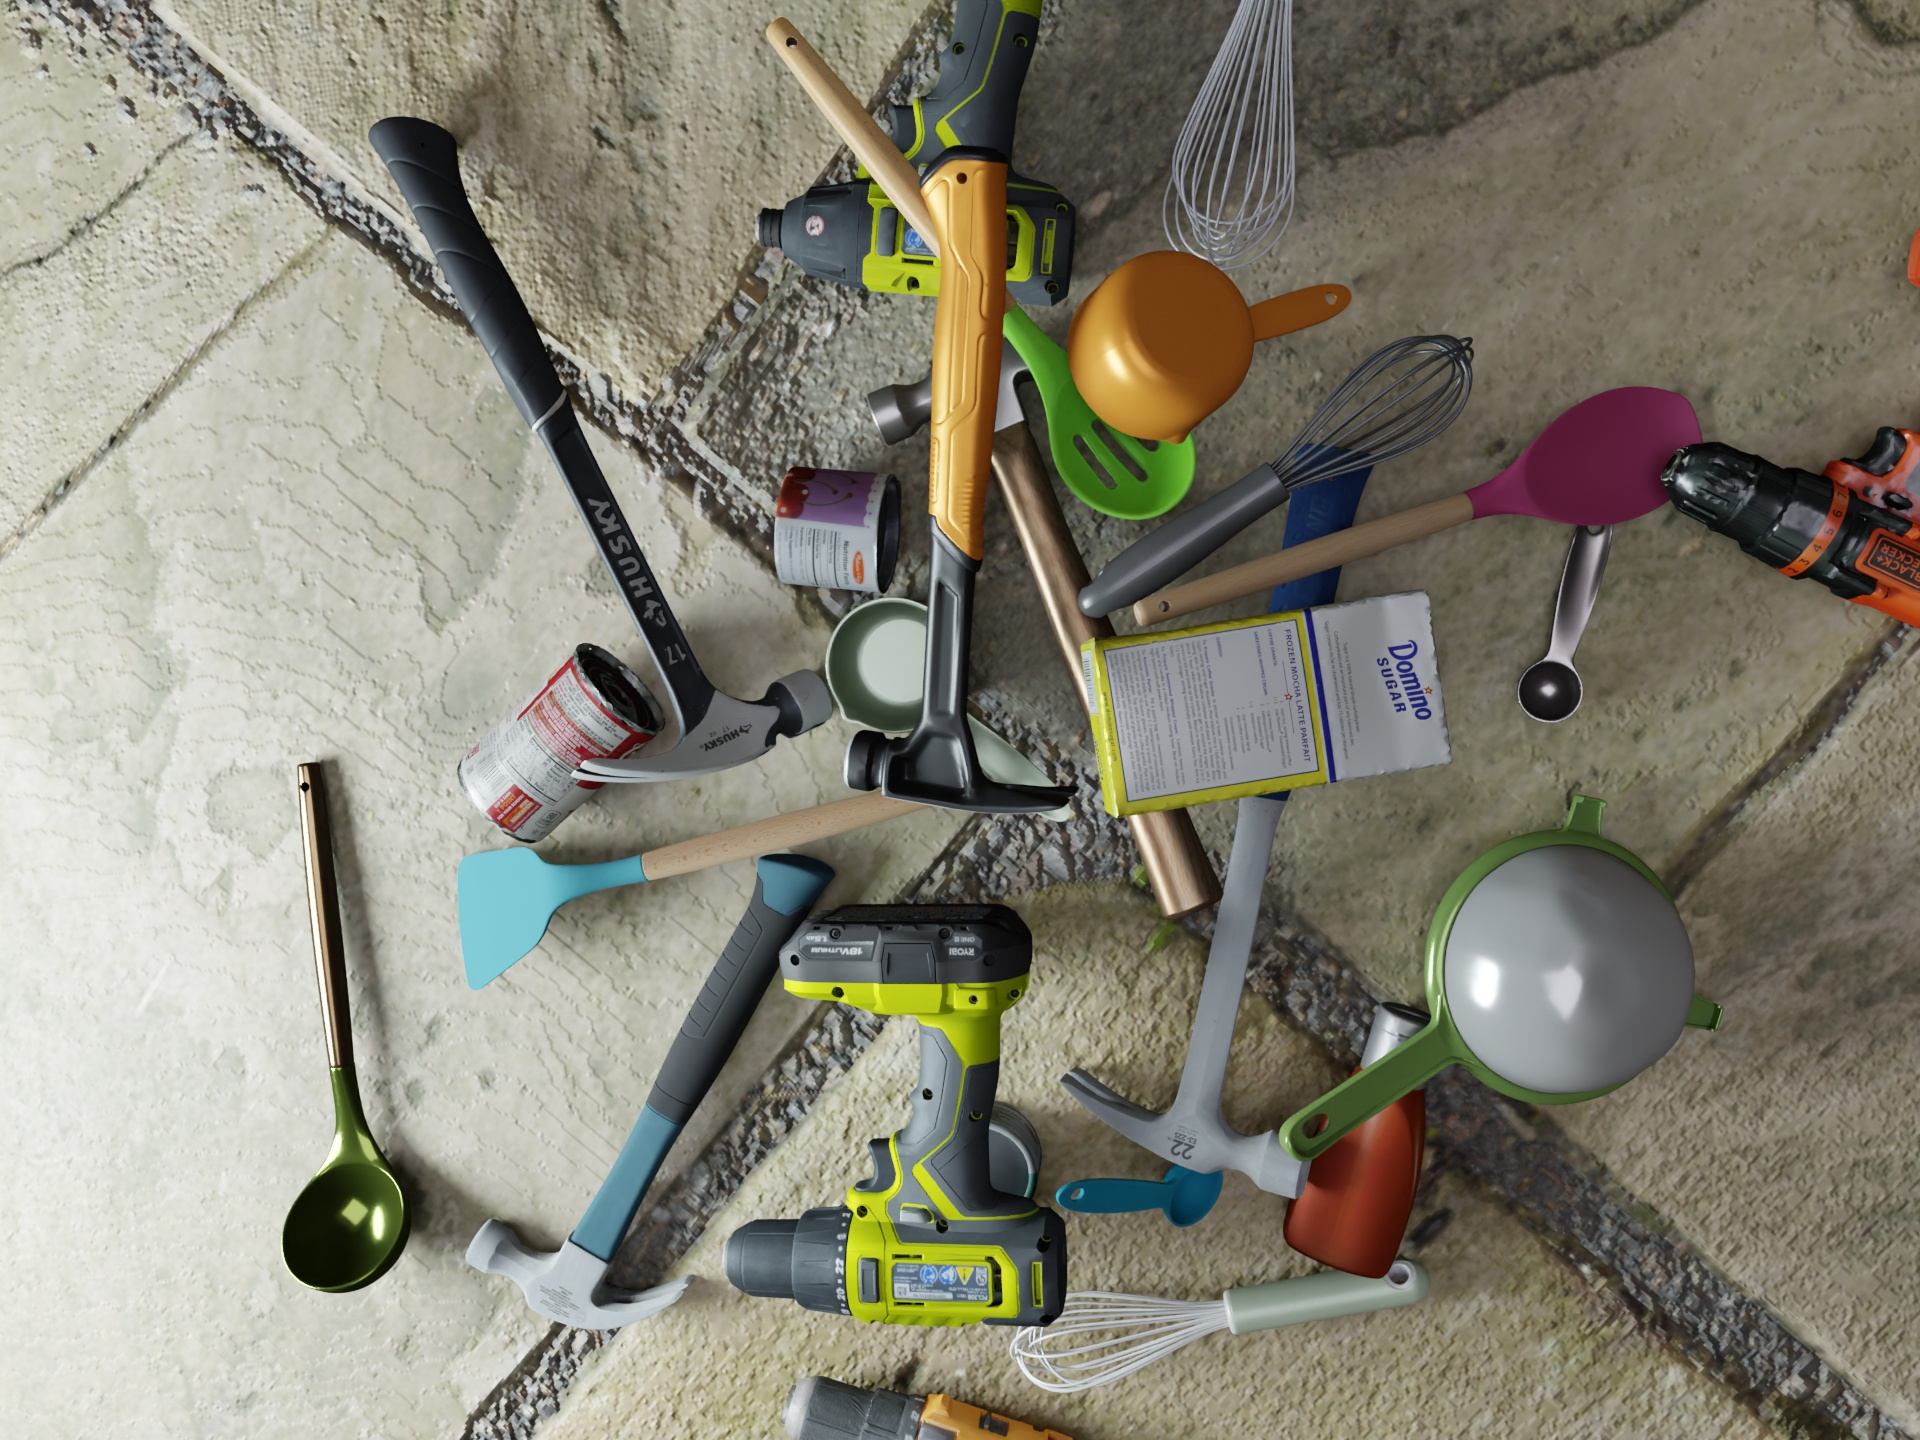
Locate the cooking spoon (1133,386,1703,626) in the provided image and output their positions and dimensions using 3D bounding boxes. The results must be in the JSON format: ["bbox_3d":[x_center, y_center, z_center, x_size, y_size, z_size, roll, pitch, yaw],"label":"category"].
[{"bbox_3d":[0.241,-0.105,0.834,0.319,0.017,0.068,-18,96,-5],"label":"cooking spoon"}]

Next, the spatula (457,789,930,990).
[{"bbox_3d":[-0.153,0.079,0.915,0.317,0.044,0.082,-14,70,7],"label":"spatula"}]

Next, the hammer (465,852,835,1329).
[{"bbox_3d":[-0.170,0.221,0.950,0.128,0.033,0.331,30,100,4],"label":"hammer"}]

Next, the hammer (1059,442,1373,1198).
[{"bbox_3d":[0.159,0.051,0.878,0.144,0.035,0.405,13,96,18],"label":"hammer"}]

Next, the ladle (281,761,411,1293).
[{"bbox_3d":[-0.383,0.186,0.962,0.078,0.062,0.320,-4,94,5],"label":"ladle"}]

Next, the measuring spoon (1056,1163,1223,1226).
[{"bbox_3d":[0.097,0.262,0.893,0.128,0.021,0.042,13,101,-38],"label":"measuring spoon"}]

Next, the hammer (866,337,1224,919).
[{"bbox_3d":[0.068,-0.053,0.865,0.130,0.031,0.331,-22,86,6],"label":"hammer"}]

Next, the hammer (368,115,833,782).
[{"bbox_3d":[-0.224,-0.152,0.882,0.149,0.036,0.409,-26,87,-33],"label":"hammer"}]

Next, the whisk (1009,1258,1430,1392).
[{"bbox_3d":[0.149,0.346,0.923,0.246,0.058,0.059,-12,130,6],"label":"whisk"}]

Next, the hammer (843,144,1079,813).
[{"bbox_3d":[0.006,-0.115,0.813,0.127,0.034,0.336,8,108,18],"label":"hammer"}]

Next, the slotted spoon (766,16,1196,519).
[{"bbox_3d":[0.009,-0.230,0.815,0.070,0.031,0.313,-41,98,0],"label":"slotted spoon"}]

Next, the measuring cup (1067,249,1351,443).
[{"bbox_3d":[0.140,-0.205,0.811,0.173,0.052,0.095,-21,88,-19],"label":"measuring cup"}]

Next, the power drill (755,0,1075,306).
[{"bbox_3d":[-0.018,-0.340,0.840,0.171,0.080,0.223,7,101,6],"label":"power drill"}]

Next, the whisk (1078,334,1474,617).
[{"bbox_3d":[0.161,-0.124,0.821,0.239,0.055,0.055,-33,92,8],"label":"whisk"}]

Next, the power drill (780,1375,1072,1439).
[{"bbox_3d":[-0.038,0.510,0.948,0.185,0.084,0.226,16,95,5],"label":"power drill"}]

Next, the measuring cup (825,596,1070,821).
[{"bbox_3d":[-0.001,-0.003,0.899,0.167,0.038,0.083,41,100,-1],"label":"measuring cup"}]

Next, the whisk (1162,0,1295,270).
[{"bbox_3d":[0.161,-0.376,0.824,0.070,0.070,0.284,12,94,6],"label":"whisk"}]

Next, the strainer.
[{"bbox_3d":[0.284,0.162,0.834,0.256,0.069,0.151,-31,94,-7],"label":"strainer"}]

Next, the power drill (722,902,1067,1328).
[{"bbox_3d":[-0.040,0.221,0.882,0.190,0.080,0.228,-1,92,10],"label":"power drill"}]

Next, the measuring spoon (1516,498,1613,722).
[{"bbox_3d":[0.330,-0.059,0.863,0.034,0.018,0.124,15,92,5],"label":"measuring spoon"}]
